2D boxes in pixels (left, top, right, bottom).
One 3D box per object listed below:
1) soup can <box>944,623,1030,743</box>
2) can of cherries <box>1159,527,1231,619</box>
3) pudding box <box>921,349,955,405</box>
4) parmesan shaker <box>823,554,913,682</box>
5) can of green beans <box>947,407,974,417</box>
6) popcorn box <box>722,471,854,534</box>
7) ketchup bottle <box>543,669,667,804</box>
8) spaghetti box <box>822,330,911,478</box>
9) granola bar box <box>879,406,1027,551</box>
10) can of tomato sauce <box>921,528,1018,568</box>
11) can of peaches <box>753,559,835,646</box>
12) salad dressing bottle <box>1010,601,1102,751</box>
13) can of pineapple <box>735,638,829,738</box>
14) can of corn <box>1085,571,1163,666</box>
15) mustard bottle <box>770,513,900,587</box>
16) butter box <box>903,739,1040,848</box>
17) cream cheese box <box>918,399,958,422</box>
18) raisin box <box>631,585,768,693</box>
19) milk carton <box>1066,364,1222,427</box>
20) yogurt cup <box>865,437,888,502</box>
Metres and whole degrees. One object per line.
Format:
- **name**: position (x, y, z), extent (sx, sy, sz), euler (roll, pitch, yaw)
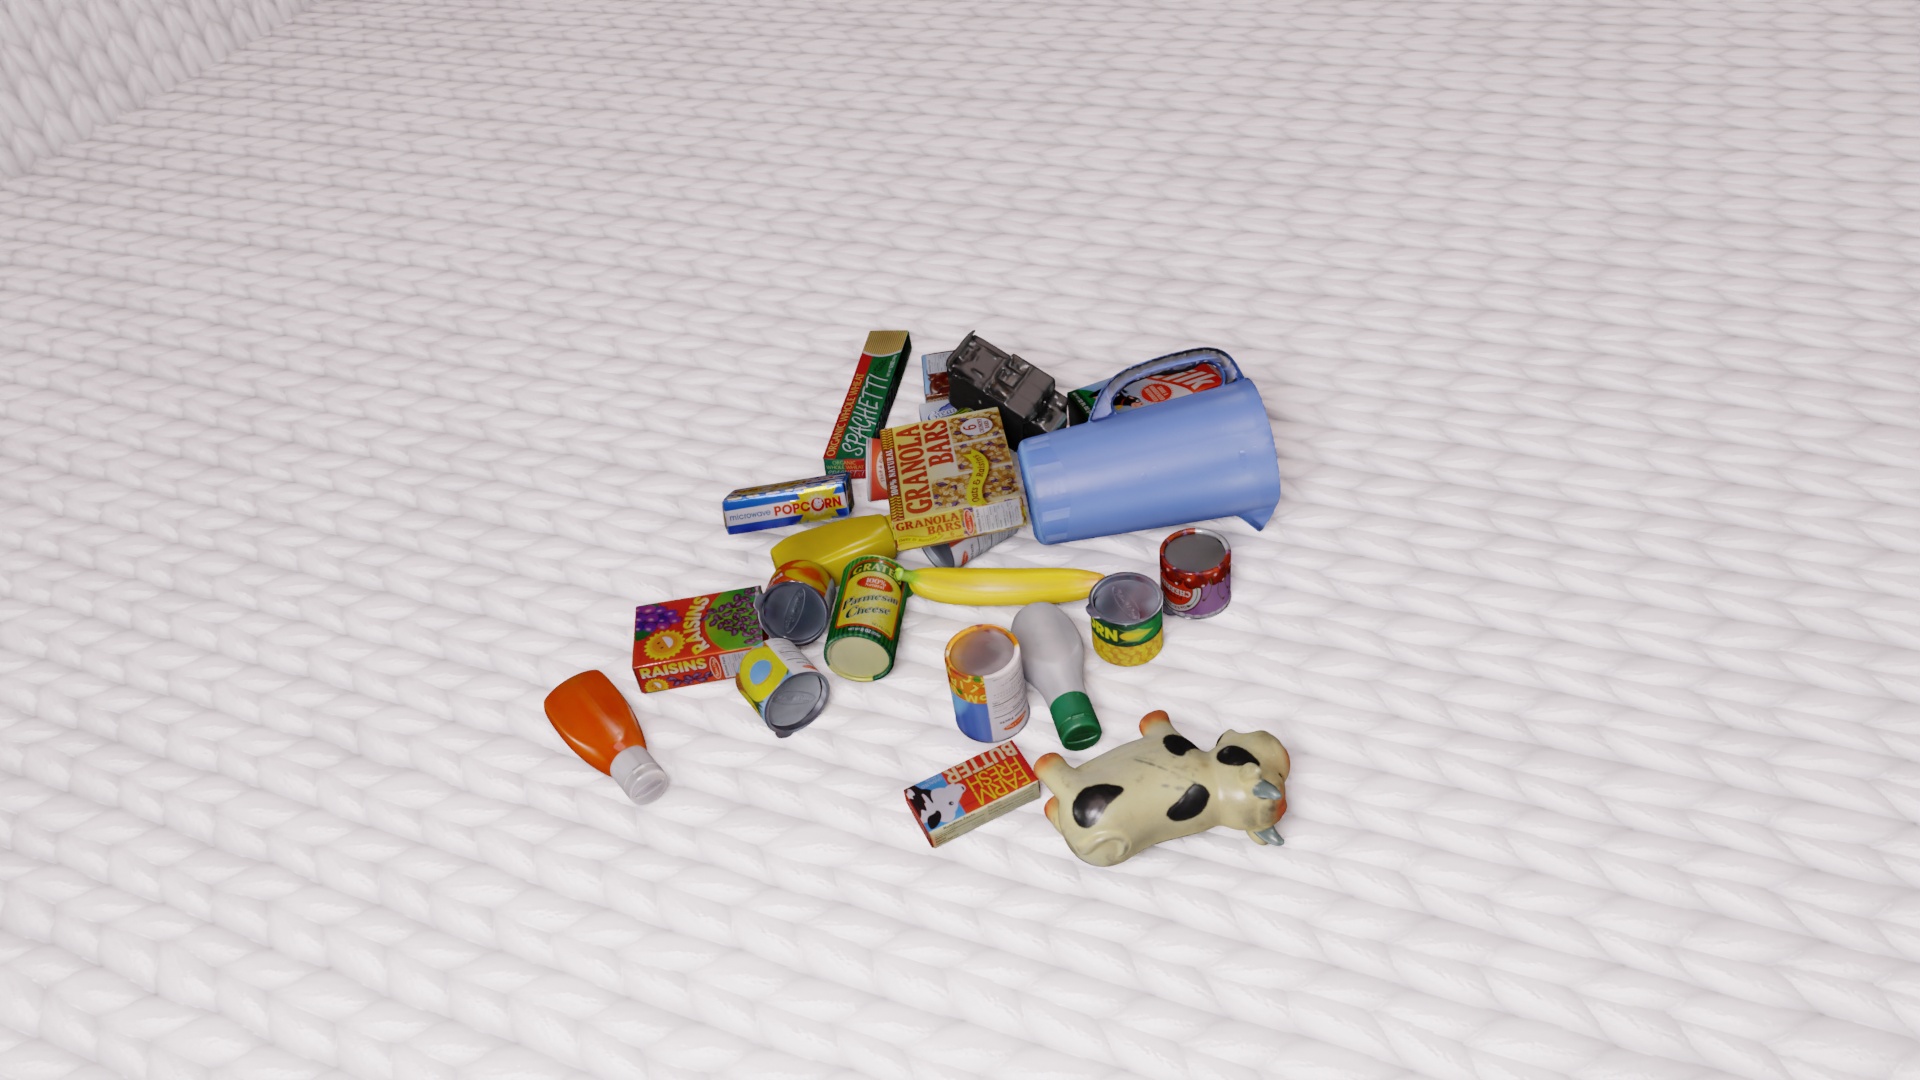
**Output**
- **soup can**: position (0.021, 0.122, 1.202), extent (0.071, 0.083, 0.072), euler (-5, 41, 5)
- **can of cherries**: position (0.216, 0.032, 1.288), extent (0.071, 0.058, 0.072), euler (-5, 41, 4)
- **pudding box**: position (-0.018, -0.182, 1.589), extent (0.050, 0.030, 0.084), euler (-7, 42, 0)
- **parmesan shaker**: position (-0.083, 0.073, 1.291), extent (0.071, 0.071, 0.103), euler (-1, 43, 9)
- **can of green beans**: position (-0.004, -0.099, 1.466), extent (0.058, 0.071, 0.071), euler (-33, 47, -24)
- **popcorn box**: position (-0.175, -0.039, 1.423), extent (0.127, 0.038, 0.085), euler (-9, 9, 0)
- **ketchup bottle**: position (-0.311, 0.176, 1.232), extent (0.065, 0.043, 0.149), euler (-32, 47, -23)
- **spaghetti box**: position (-0.103, -0.159, 1.579), extent (0.050, 0.028, 0.251), euler (1, 42, 12)
- **granola bar box**: position (-0.010, -0.062, 1.347), extent (0.124, 0.038, 0.166), euler (-11, 36, 0)
- **can of tomato sauce**: position (0.005, -0.017, 1.372), extent (0.083, 0.070, 0.071), euler (-30, 46, -23)
- **can of peaches**: position (-0.155, 0.057, 1.307), extent (0.071, 0.071, 0.058), euler (-5, 19, 4)
- **salad dressing bottle**: position (0.086, 0.119, 1.226), extent (0.064, 0.043, 0.148), euler (-12, 43, -6)
- **can of pineapple**: position (-0.160, 0.131, 1.240), extent (0.071, 0.070, 0.058), euler (-30, 45, -22)
- **can of corn**: position (0.148, 0.072, 1.254), extent (0.071, 0.058, 0.071), euler (-5, 42, 5)
- **mustard bottle**: position (-0.105, 0.007, 1.379), extent (0.160, 0.048, 0.065), euler (-19, 40, -12)
- **butter box**: position (0.010, 0.209, 1.151), extent (0.104, 0.024, 0.053), euler (-23, 44, -15)
- **cream cheese box**: position (0.007, -0.136, 1.538), extent (0.104, 0.024, 0.053), euler (-11, 40, -2)
- **raisin box**: position (-0.245, 0.093, 1.316), extent (0.123, 0.039, 0.086), euler (-10, 42, -2)
- **milk carton**: position (0.214, -0.140, 1.468), extent (0.191, 0.073, 0.072), euler (-19, 42, -12)
- **yogurt cup**: position (-0.071, -0.074, 1.454), extent (0.054, 0.072, 0.073), euler (0, 42, -2)
